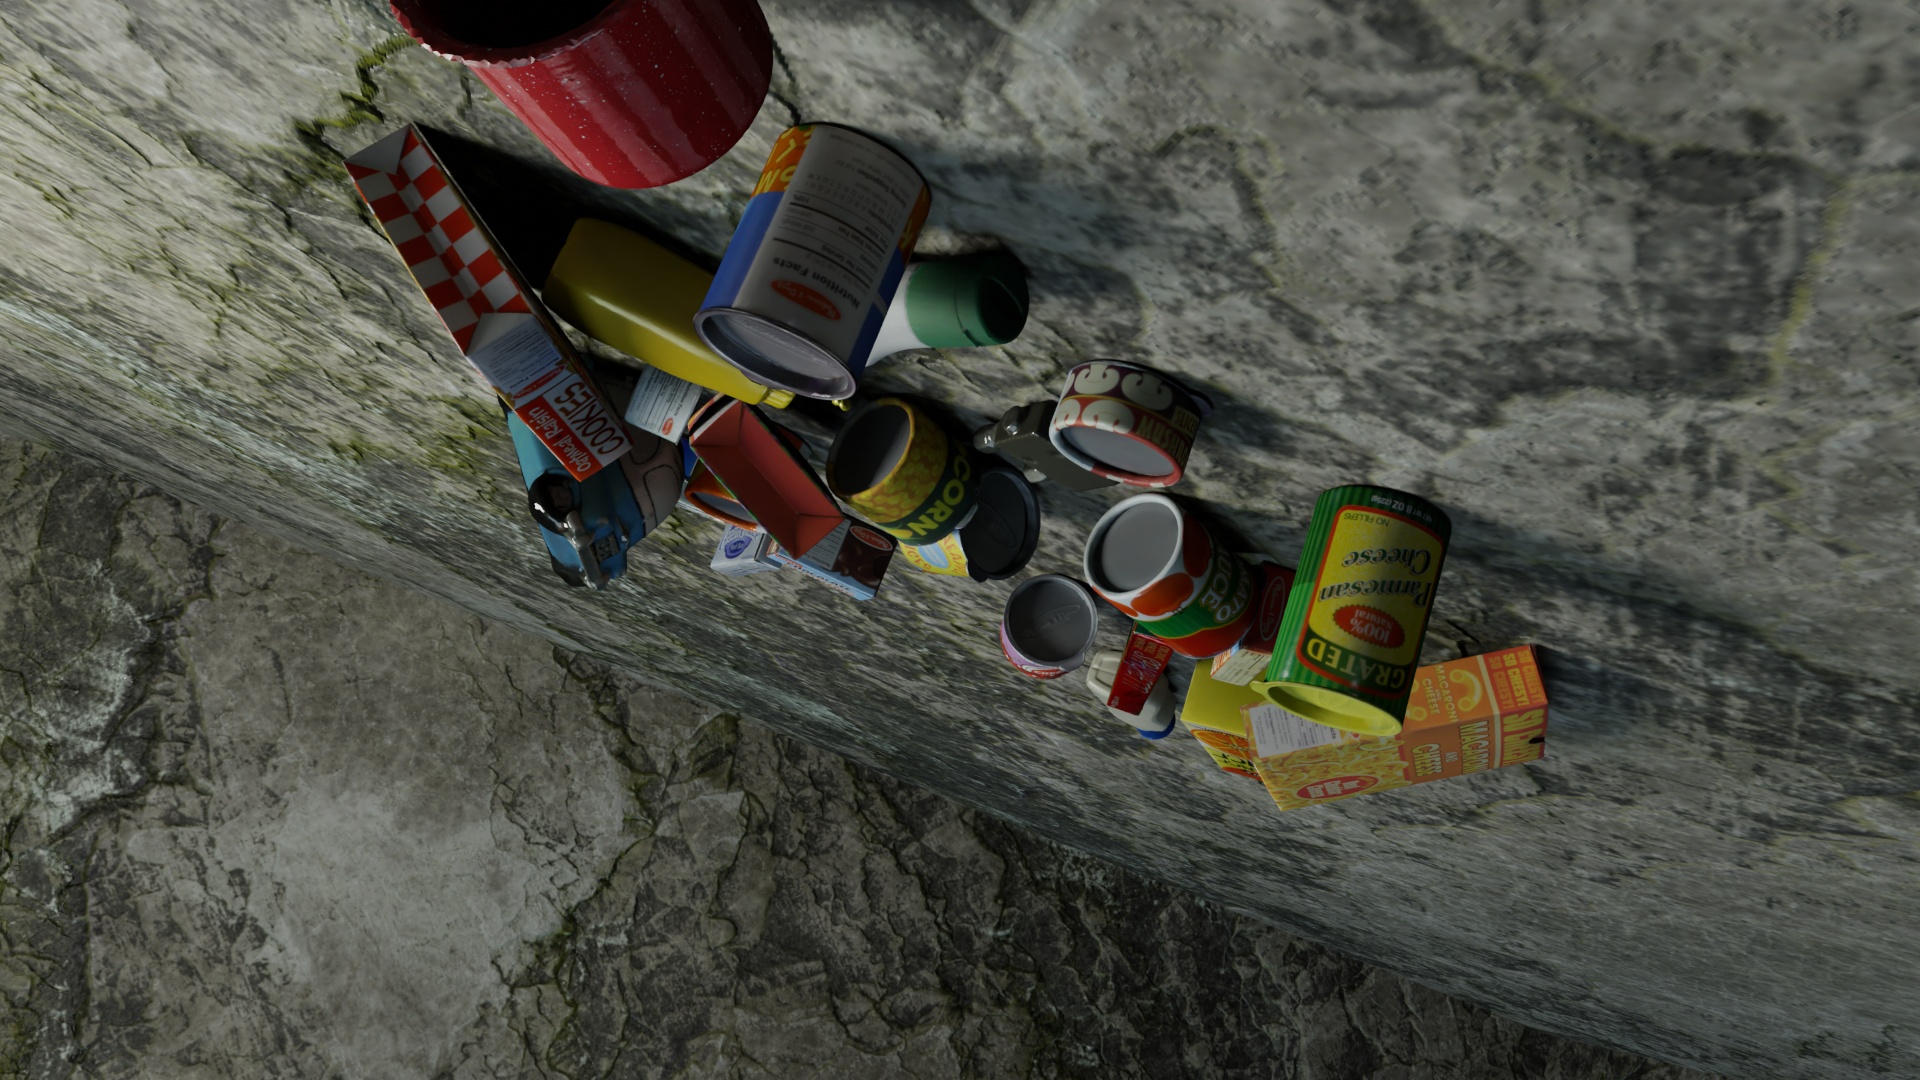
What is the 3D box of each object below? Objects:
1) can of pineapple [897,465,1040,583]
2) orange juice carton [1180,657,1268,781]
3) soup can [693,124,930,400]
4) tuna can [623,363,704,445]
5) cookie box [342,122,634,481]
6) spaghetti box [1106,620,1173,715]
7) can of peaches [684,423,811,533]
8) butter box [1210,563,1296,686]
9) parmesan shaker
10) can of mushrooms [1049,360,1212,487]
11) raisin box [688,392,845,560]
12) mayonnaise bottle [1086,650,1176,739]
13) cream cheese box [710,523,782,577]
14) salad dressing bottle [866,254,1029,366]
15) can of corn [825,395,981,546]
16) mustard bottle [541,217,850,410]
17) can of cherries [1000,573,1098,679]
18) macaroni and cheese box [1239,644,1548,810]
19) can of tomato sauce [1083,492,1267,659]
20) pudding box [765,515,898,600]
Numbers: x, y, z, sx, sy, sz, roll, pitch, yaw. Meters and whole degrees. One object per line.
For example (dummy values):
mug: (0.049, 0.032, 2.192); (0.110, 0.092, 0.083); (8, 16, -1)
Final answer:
can of pineapple: (0.003, -0.010, 0.813); (0.058, 0.071, 0.071); (3, 157, 47)
orange juice carton: (0.222, 0.130, 1.007); (0.072, 0.073, 0.192); (11, 163, 26)
soup can: (-0.057, -0.105, 0.535); (0.071, 0.084, 0.071); (19, 164, 6)
tuna can: (-0.154, -0.090, 0.754); (0.033, 0.071, 0.071); (25, 164, -12)
cookie box: (-0.231, -0.113, 0.702); (0.123, 0.040, 0.167); (54, 172, 15)
spaghetti box: (0.131, 0.076, 0.980); (0.029, 0.050, 0.249); (17, 164, 7)
can of peaches: (-0.140, -0.044, 0.898); (0.071, 0.058, 0.071); (18, 165, 5)
butter box: (0.177, 0.053, 0.840); (0.024, 0.053, 0.103); (16, 165, 4)
parmesan shaker: (0.186, 0.032, 0.661); (0.071, 0.103, 0.071); (18, 164, 6)
can of mushrooms: (0.078, -0.053, 0.641); (0.071, 0.033, 0.071); (19, 164, 6)
raisin box: (-0.112, -0.043, 0.783); (0.086, 0.040, 0.123); (48, 178, -15)
mayonnaise bottle: (0.152, 0.134, 1.174); (0.065, 0.041, 0.147); (15, 165, 24)
cream cheese box: (-0.160, -0.002, 1.077); (0.024, 0.053, 0.103); (26, 164, -24)
salad dressing bottle: (-0.038, -0.102, 0.604); (0.147, 0.044, 0.064); (6, 157, 39)
can of corn: (-0.030, -0.037, 0.765); (0.071, 0.071, 0.058); (5, 157, 44)
mustard bottle: (-0.125, -0.104, 0.694); (0.160, 0.049, 0.065); (25, 164, -19)
can of cherries: (0.063, 0.065, 0.991); (0.071, 0.071, 0.058); (19, 164, 4)
macaroni and cheese box: (0.264, 0.117, 0.838); (0.166, 0.040, 0.123); (-14, 153, 15)
can of tomato sauce: (0.120, 0.019, 0.774); (0.071, 0.071, 0.083); (4, 157, 45)
pudding box: (-0.095, 0.006, 1.029); (0.084, 0.050, 0.030); (26, 165, -19)
